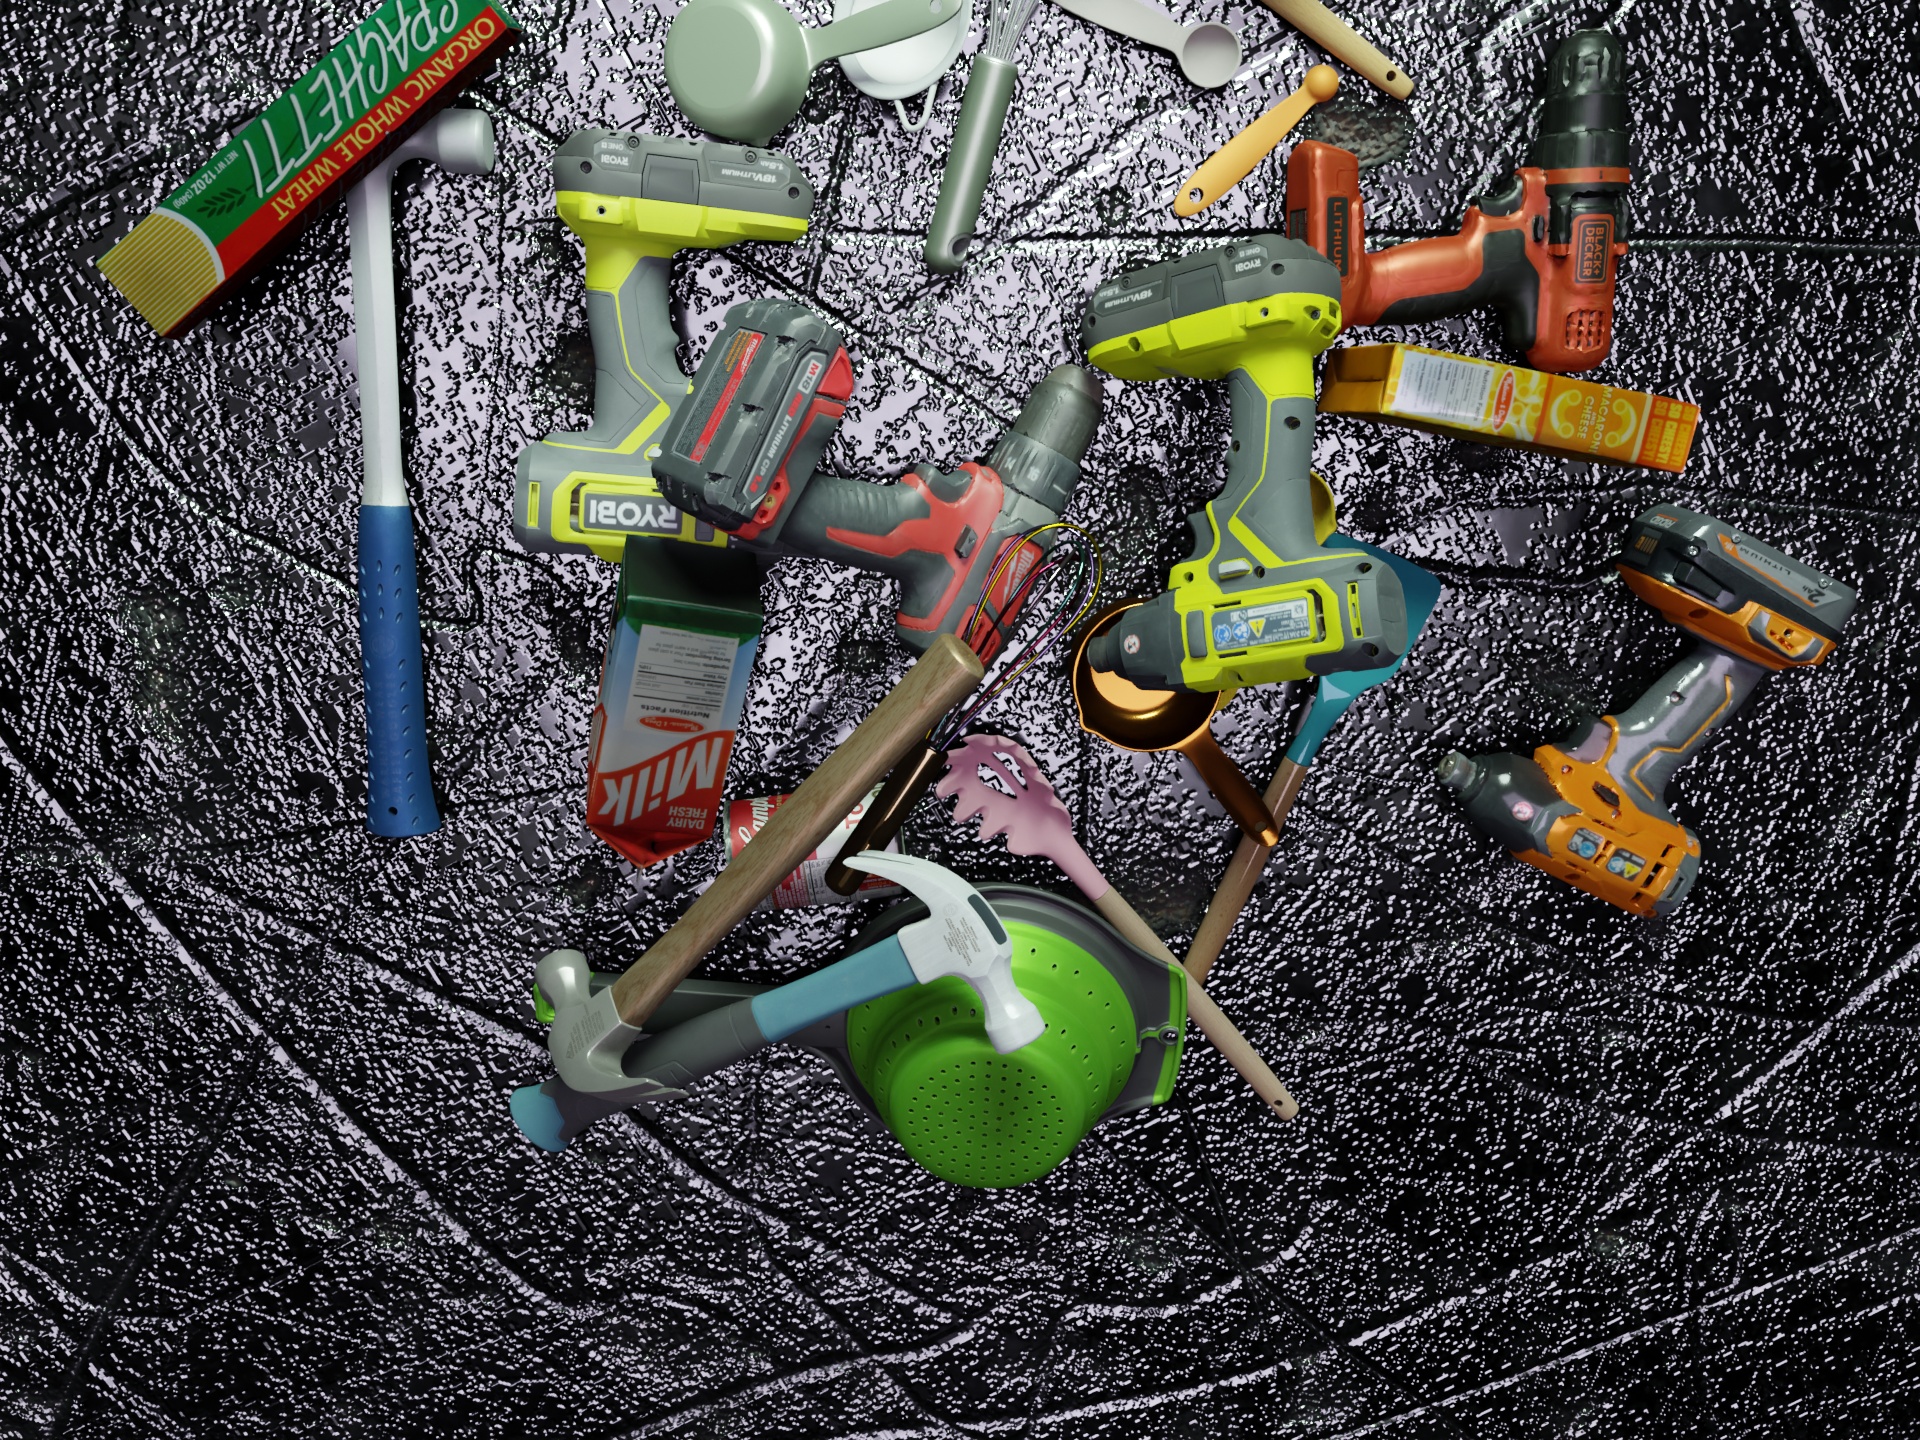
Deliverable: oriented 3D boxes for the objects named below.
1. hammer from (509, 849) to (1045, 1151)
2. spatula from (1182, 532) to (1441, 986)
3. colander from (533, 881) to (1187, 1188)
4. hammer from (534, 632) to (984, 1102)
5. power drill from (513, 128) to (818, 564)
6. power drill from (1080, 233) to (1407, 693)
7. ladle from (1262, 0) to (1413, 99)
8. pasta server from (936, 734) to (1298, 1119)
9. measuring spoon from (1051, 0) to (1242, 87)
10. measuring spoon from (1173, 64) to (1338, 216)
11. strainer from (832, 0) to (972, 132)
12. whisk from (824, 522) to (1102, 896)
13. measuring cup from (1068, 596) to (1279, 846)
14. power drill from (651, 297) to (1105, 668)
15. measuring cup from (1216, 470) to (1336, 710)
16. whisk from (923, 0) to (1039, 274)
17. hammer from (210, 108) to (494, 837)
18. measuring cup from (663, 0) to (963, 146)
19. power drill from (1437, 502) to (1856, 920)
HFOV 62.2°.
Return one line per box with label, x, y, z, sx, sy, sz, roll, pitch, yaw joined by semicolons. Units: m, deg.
hammer;-0.120;0.174;0.895;0.331;0.033;0.128;-26;87;21
spatula;0.194;0.045;0.972;0.082;0.044;0.317;21;105;-8
colander;-0.065;0.199;0.936;0.397;0.095;0.204;3;118;2
hammer;-0.108;0.081;0.858;0.331;0.130;0.031;-45;136;13
power drill;-0.143;-0.195;0.875;0.190;0.080;0.228;3;105;-12
power drill;0.137;-0.128;0.851;0.171;0.080;0.223;-8;86;32
ladle;0.120;-0.435;0.864;0.315;0.031;0.069;32;103;-11
pasta server;0.102;0.128;0.965;0.060;0.040;0.316;-38;97;21
measuring spoon;0.097;-0.386;0.881;0.124;0.018;0.034;25;100;-1
measuring spoon;0.166;-0.326;0.895;0.117;0.011;0.021;-41;101;6
strainer;-0.044;-0.441;0.846;0.087;0.050;0.258;-10;98;29
whisk;0.000;-0.002;0.874;0.047;0.051;0.245;24;105;-43
measuring cup;0.132;0.003;0.945;0.095;0.052;0.173;-37;103;5
power drill;-0.030;-0.143;0.859;0.226;0.080;0.188;26;92;-37
measuring cup;0.174;-0.080;0.947;0.062;0.029;0.156;14;113;-6
whisk;0.021;-0.363;0.855;0.059;0.057;0.246;31;114;33
hammer;-0.332;-0.133;0.899;0.144;0.035;0.405;1;102;-3
measuring cup;-0.081;-0.357;0.833;0.167;0.038;0.083;-8;99;22
power drill;0.397;-0.009;0.942;0.164;0.084;0.226;25;104;-7
